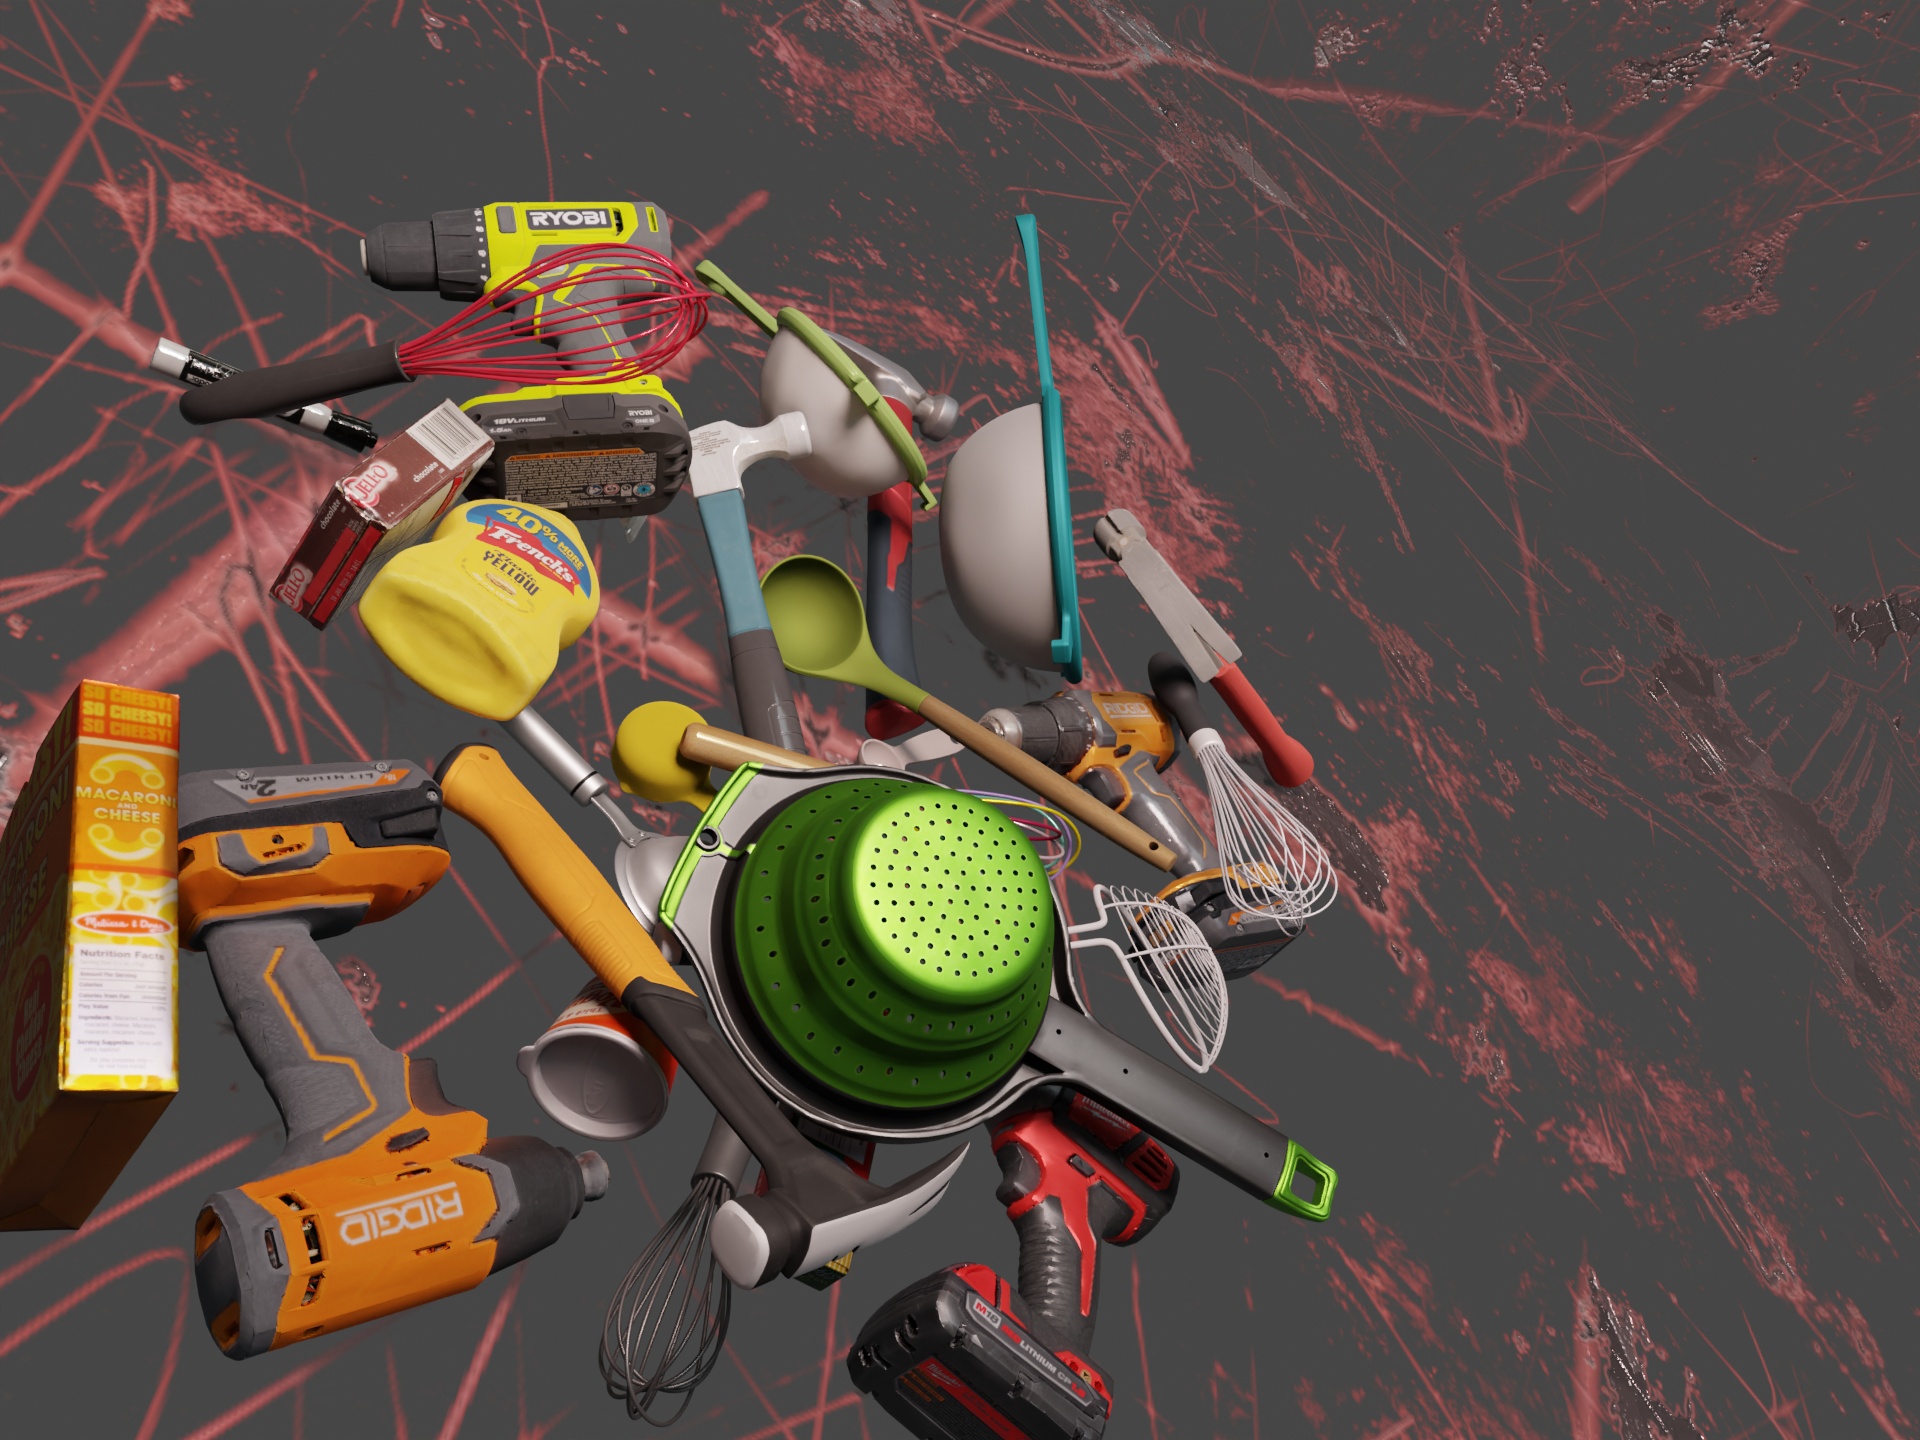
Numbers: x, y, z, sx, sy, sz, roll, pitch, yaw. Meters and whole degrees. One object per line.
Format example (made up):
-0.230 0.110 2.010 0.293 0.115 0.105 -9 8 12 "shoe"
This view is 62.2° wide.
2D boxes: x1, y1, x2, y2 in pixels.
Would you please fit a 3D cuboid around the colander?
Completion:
0.048 0.142 0.804 0.397 0.094 0.205 32 55 -9 "colander"

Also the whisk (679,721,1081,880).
-0.040 0.042 0.908 0.244 0.047 0.051 18 59 -19 "whisk"

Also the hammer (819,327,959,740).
-0.064 -0.143 1.158 0.143 0.038 0.387 24 41 -25 "hammer"

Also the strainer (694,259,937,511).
-0.128 -0.237 1.115 0.257 0.069 0.151 45 -5 27 "strainer"

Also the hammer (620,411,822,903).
-0.123 -0.039 0.963 0.128 0.033 0.331 -13 67 -7 "hammer"

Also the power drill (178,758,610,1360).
-0.247 0.132 0.671 0.164 0.084 0.227 -3 61 -42 "power drill"

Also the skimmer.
0.000 0.145 0.894 0.363 0.090 0.127 4 42 -27 "skimmer"

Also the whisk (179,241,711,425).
-0.273 -0.193 0.834 0.073 0.296 0.073 -11 91 -83 "whisk"

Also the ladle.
-0.002 -0.003 0.981 0.320 0.062 0.078 33 61 21 "ladle"

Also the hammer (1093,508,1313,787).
0.205 -0.020 1.172 0.358 0.036 0.149 42 14 -55 "hammer"

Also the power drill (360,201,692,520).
-0.265 -0.234 0.986 0.190 0.080 0.229 -6 58 -17 "power drill"

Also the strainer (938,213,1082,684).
0.028 -0.191 1.145 0.211 0.095 0.340 14 70 -84 "strainer"

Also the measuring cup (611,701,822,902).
-0.129 0.045 0.886 0.156 0.029 0.062 38 51 12 "measuring cup"

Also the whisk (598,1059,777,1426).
-0.114 0.222 0.751 0.055 0.055 0.239 37 32 -13 "whisk"

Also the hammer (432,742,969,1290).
-0.143 0.114 0.732 0.127 0.034 0.337 -3 36 -49 "hammer"

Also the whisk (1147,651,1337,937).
0.179 0.039 1.083 0.070 0.070 0.285 23 28 -29 "whisk"

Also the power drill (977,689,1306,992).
0.118 0.072 1.098 0.185 0.084 0.226 0 51 -45 "power drill"

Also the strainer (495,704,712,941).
-0.193 0.042 0.851 0.258 0.050 0.087 44 20 3 "strainer"

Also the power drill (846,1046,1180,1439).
0.032 0.268 0.828 0.143 0.078 0.220 42 33 -6 "power drill"

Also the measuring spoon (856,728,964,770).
-0.031 0.024 1.054 0.034 0.018 0.124 55 30 11 "measuring spoon"
